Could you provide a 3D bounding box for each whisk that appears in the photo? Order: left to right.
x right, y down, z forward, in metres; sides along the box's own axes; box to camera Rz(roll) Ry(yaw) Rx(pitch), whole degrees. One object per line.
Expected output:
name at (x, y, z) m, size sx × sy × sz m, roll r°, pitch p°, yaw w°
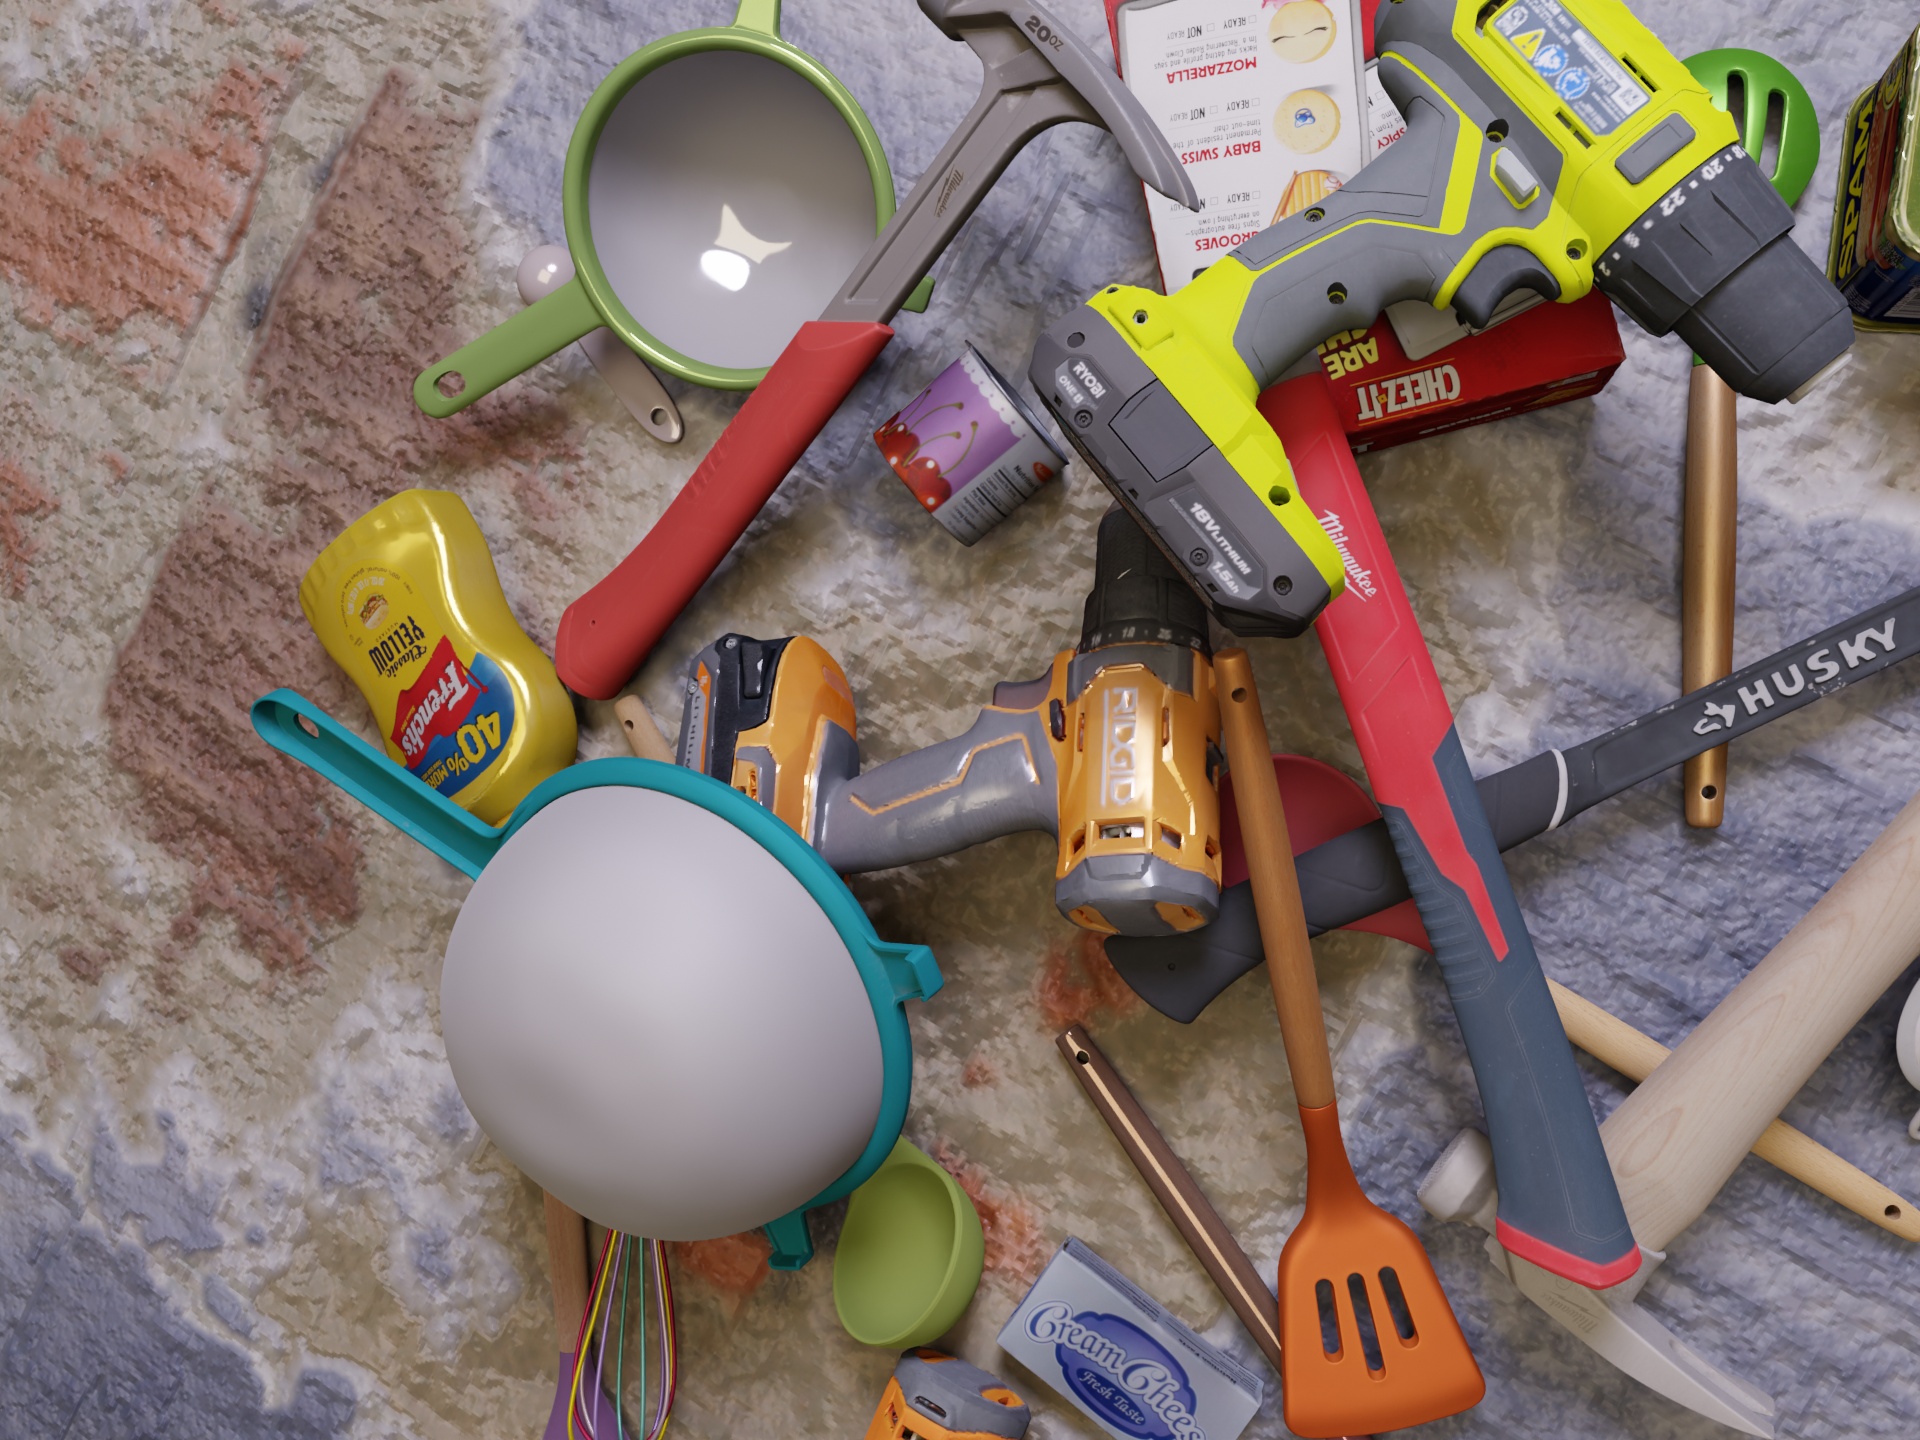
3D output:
whisk at (-0.151, 0.222, 0.729) m, size 0.047 × 0.051 × 0.245 m, roll 3°, pitch 83°, yaw -12°

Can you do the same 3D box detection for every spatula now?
spatula at (-0.182, 0.271, 0.753) m, size 0.060 × 0.018 × 0.316 m, roll -6°, pitch 88°, yaw 11°
spatula at (0.134, 0.128, 0.605) m, size 0.081 × 0.041 × 0.322 m, roll -13°, pitch 107°, yaw 5°

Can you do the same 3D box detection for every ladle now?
ladle at (-0.085, 0.125, 0.713) m, size 0.078 × 0.062 × 0.320 m, roll -37°, pitch 76°, yaw 26°
ladle at (0.237, 0.112, 0.639) m, size 0.315 × 0.031 × 0.069 m, roll 32°, pitch 95°, yaw 12°

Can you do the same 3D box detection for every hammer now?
hammer at (-0.063, -0.130, 0.666) m, size 0.359 × 0.036 × 0.149 m, roll -47°, pitch 66°, yaw 27°
hammer at (0.182, 0.011, 0.583) m, size 0.143 × 0.038 × 0.386 m, roll -20°, pitch 84°, yaw 13°
hammer at (0.244, 0.013, 0.611) m, size 0.409 × 0.036 × 0.149 m, roll -26°, pitch 87°, yaw 8°
hammer at (0.334, 0.064, 0.549) m, size 0.146 × 0.038 × 0.410 m, roll 37°, pitch 111°, yaw 19°

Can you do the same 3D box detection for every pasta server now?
pasta server at (0.135, 0.261, 0.657) m, size 0.060 × 0.040 × 0.316 m, roll -35°, pitch 78°, yaw -1°

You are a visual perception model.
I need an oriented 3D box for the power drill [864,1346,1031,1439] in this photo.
power drill at (0.040, 0.378, 0.631) m, size 0.227 × 0.084 × 0.164 m, roll 21°, pitch 80°, yaw 27°

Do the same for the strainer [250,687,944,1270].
strainer at (-0.183, 0.094, 0.638) m, size 0.340 × 0.095 × 0.211 m, roll 32°, pitch 125°, yaw 12°

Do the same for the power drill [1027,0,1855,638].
power drill at (0.157, -0.132, 0.535) m, size 0.228 × 0.080 × 0.190 m, roll -39°, pitch 81°, yaw 7°

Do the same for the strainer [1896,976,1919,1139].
strainer at (0.400, 0.045, 0.560) m, size 0.087 × 0.050 × 0.258 m, roll 9°, pitch 104°, yaw -15°

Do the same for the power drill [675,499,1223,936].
power drill at (-0.001, -0.002, 0.662) m, size 0.226 × 0.084 × 0.185 m, roll -5°, pitch 66°, yaw 22°

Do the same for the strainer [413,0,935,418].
strainer at (-0.141, -0.208, 0.732) m, size 0.256 × 0.069 × 0.151 m, roll -24°, pitch 105°, yaw 21°

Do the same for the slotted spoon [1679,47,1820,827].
slotted spoon at (0.300, -0.114, 0.629) m, size 0.070 × 0.031 × 0.314 m, roll 2°, pitch 90°, yaw 12°

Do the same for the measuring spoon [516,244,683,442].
measuring spoon at (-0.174, -0.181, 0.765) m, size 0.034 × 0.018 × 0.124 m, roll -41°, pitch 79°, yaw 10°
